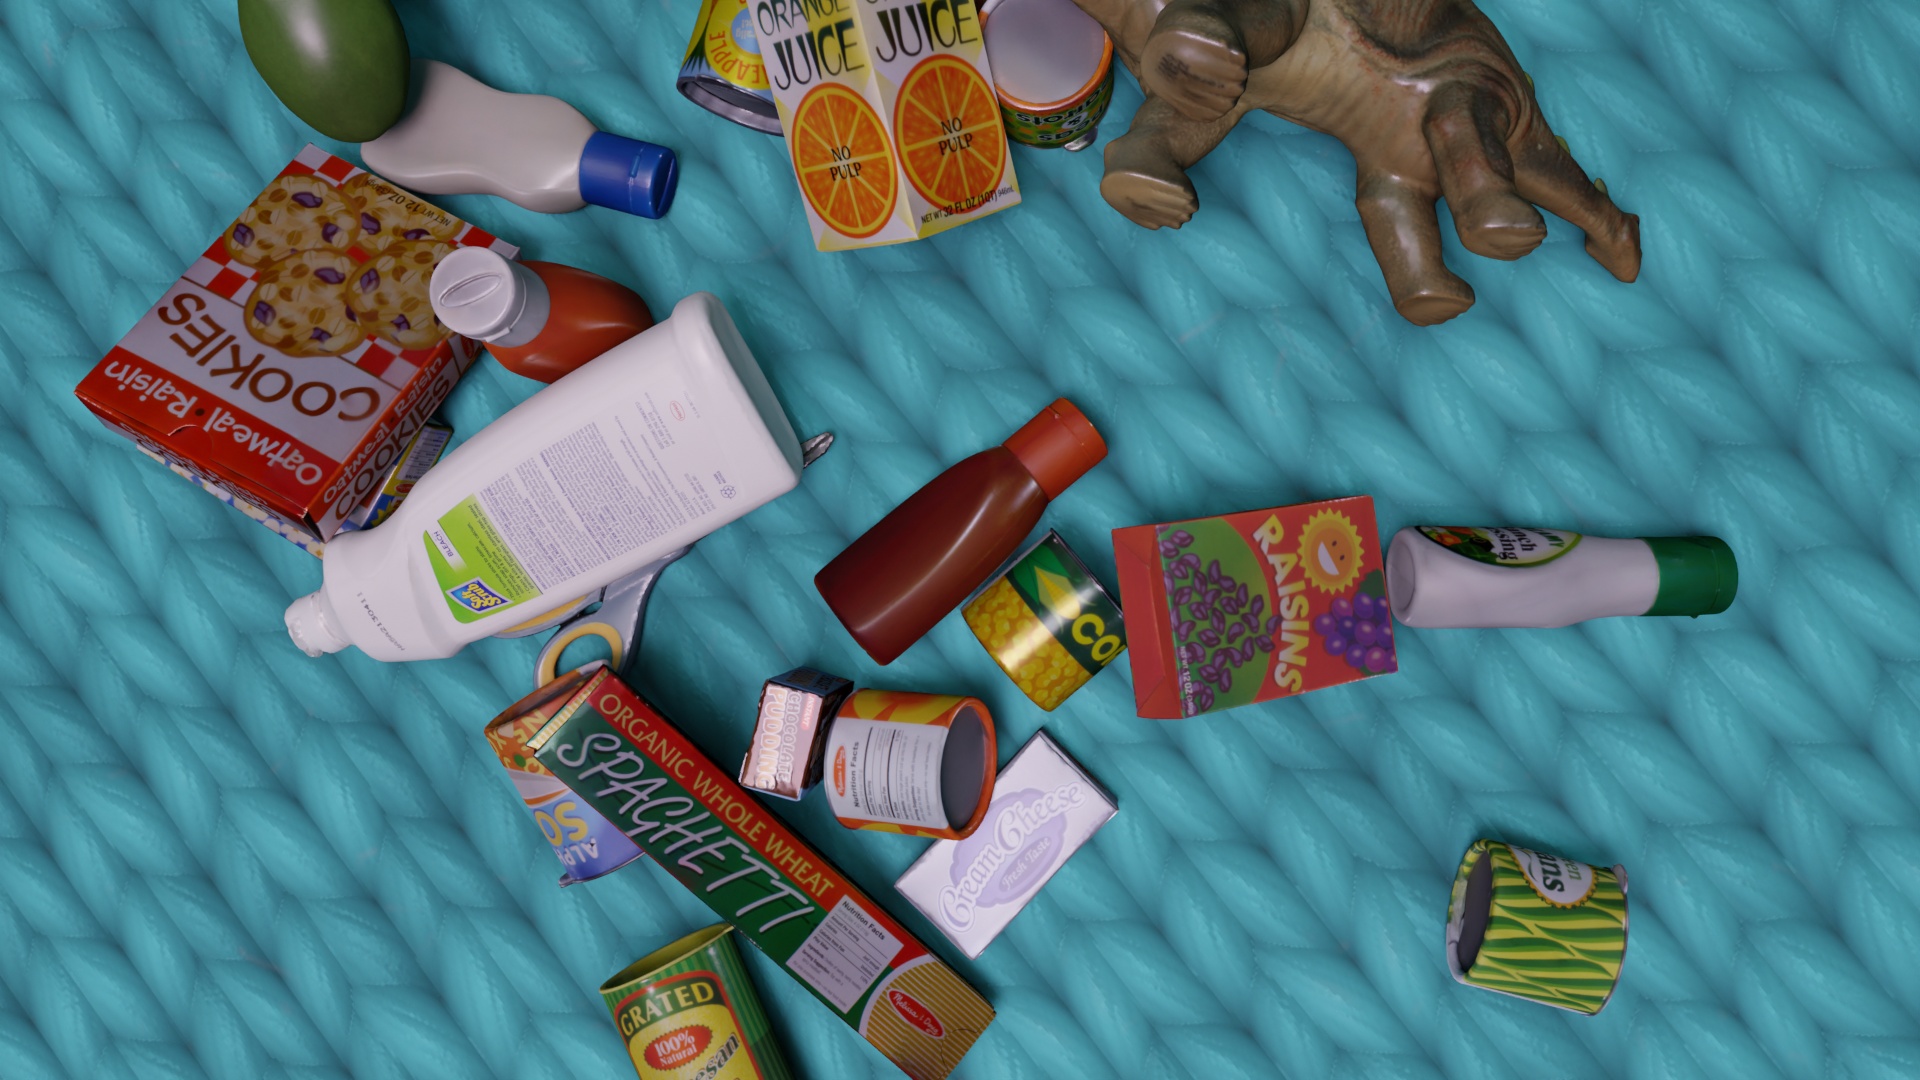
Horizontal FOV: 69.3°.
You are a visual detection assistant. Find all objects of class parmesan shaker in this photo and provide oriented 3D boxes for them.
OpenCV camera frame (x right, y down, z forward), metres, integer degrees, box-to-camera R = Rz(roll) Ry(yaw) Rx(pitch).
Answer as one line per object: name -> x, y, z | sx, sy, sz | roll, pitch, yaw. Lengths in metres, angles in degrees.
parmesan shaker -> -0.116, 0.242, 0.657 | 0.071, 0.071, 0.103 | -25, 87, 4

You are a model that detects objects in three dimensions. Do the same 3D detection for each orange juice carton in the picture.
orange juice carton -> -0.042, -0.232, 0.617 | 0.073, 0.072, 0.192 | 4, 116, 46

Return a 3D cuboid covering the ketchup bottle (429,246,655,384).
ketchup bottle -> -0.189, -0.100, 0.631 | 0.065, 0.149, 0.043 | -23, 88, 5

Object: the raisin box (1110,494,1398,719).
raisin box -> 0.133, 0.029, 0.625 | 0.124, 0.040, 0.086 | -8, 88, -27

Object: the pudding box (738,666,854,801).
pudding box -> -0.075, 0.088, 0.648 | 0.030, 0.083, 0.049 | 14, 90, 5

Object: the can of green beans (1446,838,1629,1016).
can of green beans -> 0.257, 0.173, 0.624 | 0.058, 0.071, 0.071 | 13, 90, 6

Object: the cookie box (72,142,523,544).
cookie box -> -0.307, -0.098, 0.661 | 0.123, 0.040, 0.168 | 27, 65, 4

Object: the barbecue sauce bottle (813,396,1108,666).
barbecue sauce bottle -> 0.002, -0.008, 0.658 | 0.148, 0.065, 0.043 | -40, 127, -3

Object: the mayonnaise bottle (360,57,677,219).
mayonnaise bottle -> -0.217, -0.194, 0.691 | 0.148, 0.041, 0.065 | 15, 83, 4

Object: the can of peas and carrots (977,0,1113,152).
can of peas and carrots -> 0.041, -0.224, 0.659 | 0.071, 0.059, 0.071 | 0, 89, 6

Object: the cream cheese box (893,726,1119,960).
cream cheese box -> 0.023, 0.145, 0.667 | 0.053, 0.024, 0.104 | 43, 92, 6

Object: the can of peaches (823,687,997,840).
can of peaches -> -0.021, 0.102, 0.641 | 0.058, 0.071, 0.071 | 1, 89, 26

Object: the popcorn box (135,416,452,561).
popcorn box -> -0.334, -0.051, 0.698 | 0.127, 0.038, 0.085 | 30, 92, 5

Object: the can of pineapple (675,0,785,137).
can of pineapple -> -0.096, -0.234, 0.666 | 0.071, 0.071, 0.058 | 18, 90, 5

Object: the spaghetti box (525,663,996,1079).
spaghetti box -> -0.087, 0.155, 0.634 | 0.250, 0.028, 0.050 | 45, 78, -13

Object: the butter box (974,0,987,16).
butter box -> -0.024, -0.291, 0.669 | 0.103, 0.053, 0.024 | 43, 95, 5

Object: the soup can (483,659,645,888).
soup can -> -0.177, 0.109, 0.656 | 0.071, 0.071, 0.083 | -27, 99, 4

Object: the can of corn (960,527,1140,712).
can of corn -> 0.044, 0.039, 0.646 | 0.058, 0.071, 0.071 | -41, 86, 4

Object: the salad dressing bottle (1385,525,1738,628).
salad dressing bottle -> 0.273, 0.016, 0.633 | 0.148, 0.064, 0.043 | 0, 108, -3
